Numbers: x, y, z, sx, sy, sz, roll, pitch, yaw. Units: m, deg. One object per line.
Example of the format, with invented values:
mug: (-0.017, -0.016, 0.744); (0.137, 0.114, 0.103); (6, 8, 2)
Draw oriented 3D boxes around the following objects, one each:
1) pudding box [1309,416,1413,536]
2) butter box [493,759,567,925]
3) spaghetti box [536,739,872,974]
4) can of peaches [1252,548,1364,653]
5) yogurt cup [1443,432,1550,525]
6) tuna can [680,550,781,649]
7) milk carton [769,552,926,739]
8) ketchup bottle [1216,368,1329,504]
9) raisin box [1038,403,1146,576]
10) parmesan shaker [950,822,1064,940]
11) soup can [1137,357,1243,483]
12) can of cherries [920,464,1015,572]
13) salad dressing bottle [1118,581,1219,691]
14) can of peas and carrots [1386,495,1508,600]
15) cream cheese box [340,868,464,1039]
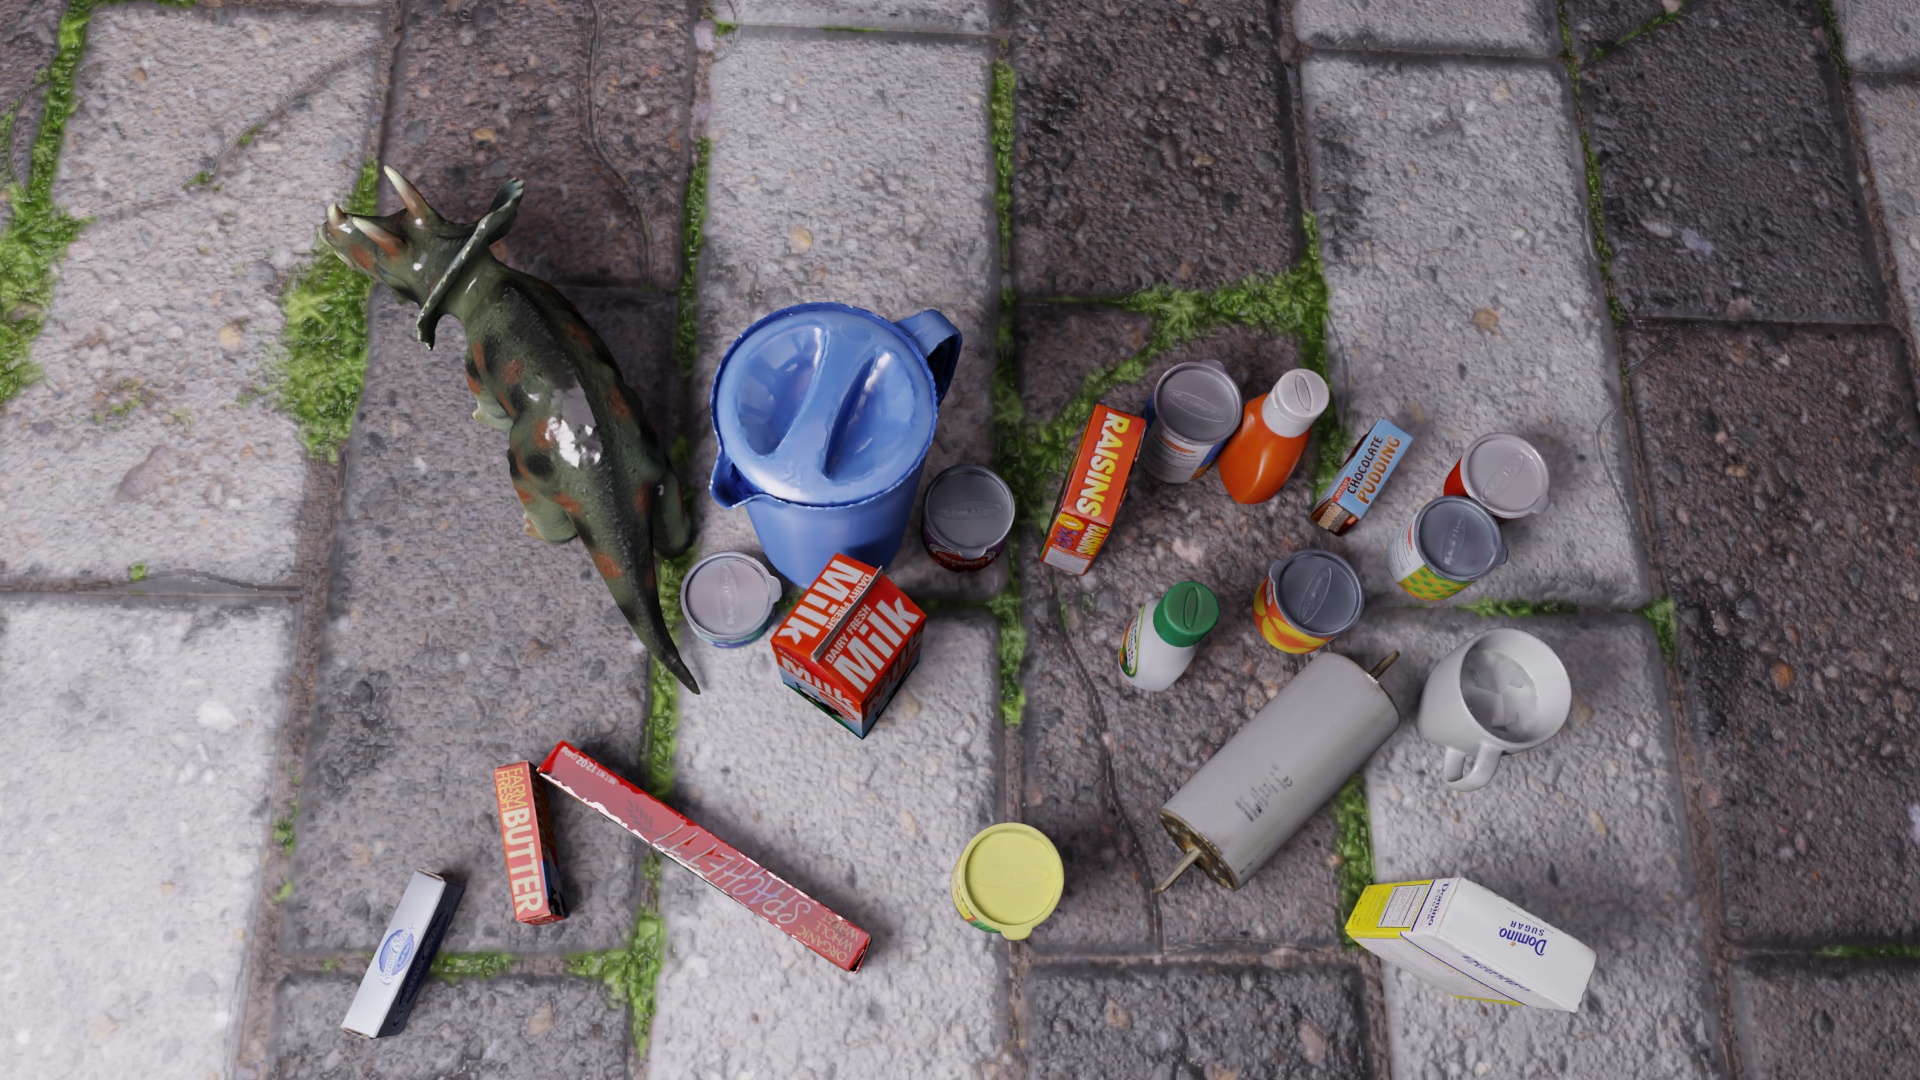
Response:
pudding box: (0.303, -0.048, 1.052); (0.030, 0.049, 0.084); (35, 73, 7)
butter box: (-0.286, 0.201, 0.924); (0.024, 0.053, 0.104); (-12, 74, -8)
spaghetti box: (-0.169, 0.213, 0.931); (0.250, 0.050, 0.029); (31, 73, 6)
can of peaches: (0.251, 0.044, 1.014); (0.071, 0.058, 0.071); (1, 72, -4)
yogurt cup: (0.404, -0.042, 1.056); (0.072, 0.053, 0.072); (1, 72, -4)
tuna can: (-0.163, 0.043, 0.995); (0.071, 0.032, 0.071); (1, 72, -4)
milk carton: (-0.073, 0.069, 0.911); (0.073, 0.190, 0.072); (35, 73, 7)
ketchup bottle: (0.225, -0.078, 1.003); (0.043, 0.148, 0.065); (-8, 73, -7)
raisin box: (0.093, -0.033, 0.992); (0.040, 0.123, 0.086); (20, 72, 2)
parmesan shaker: (0.028, 0.227, 0.914); (0.071, 0.102, 0.071); (1, 72, -4)
soup can: (0.169, -0.089, 1.037); (0.071, 0.083, 0.071); (1, 72, -4)
can of cherries: (0.004, -0.013, 1.013); (0.071, 0.058, 0.071); (1, 72, -4)
salad dressing bottle: (0.142, 0.064, 0.952); (0.044, 0.147, 0.064); (12, 72, -1)
can of peas and carrots: (0.361, 0.007, 1.034); (0.071, 0.058, 0.071); (1, 72, -4)
cream cheese box: (-0.357, 0.266, 0.897); (0.024, 0.053, 0.104); (20, 72, 2)
